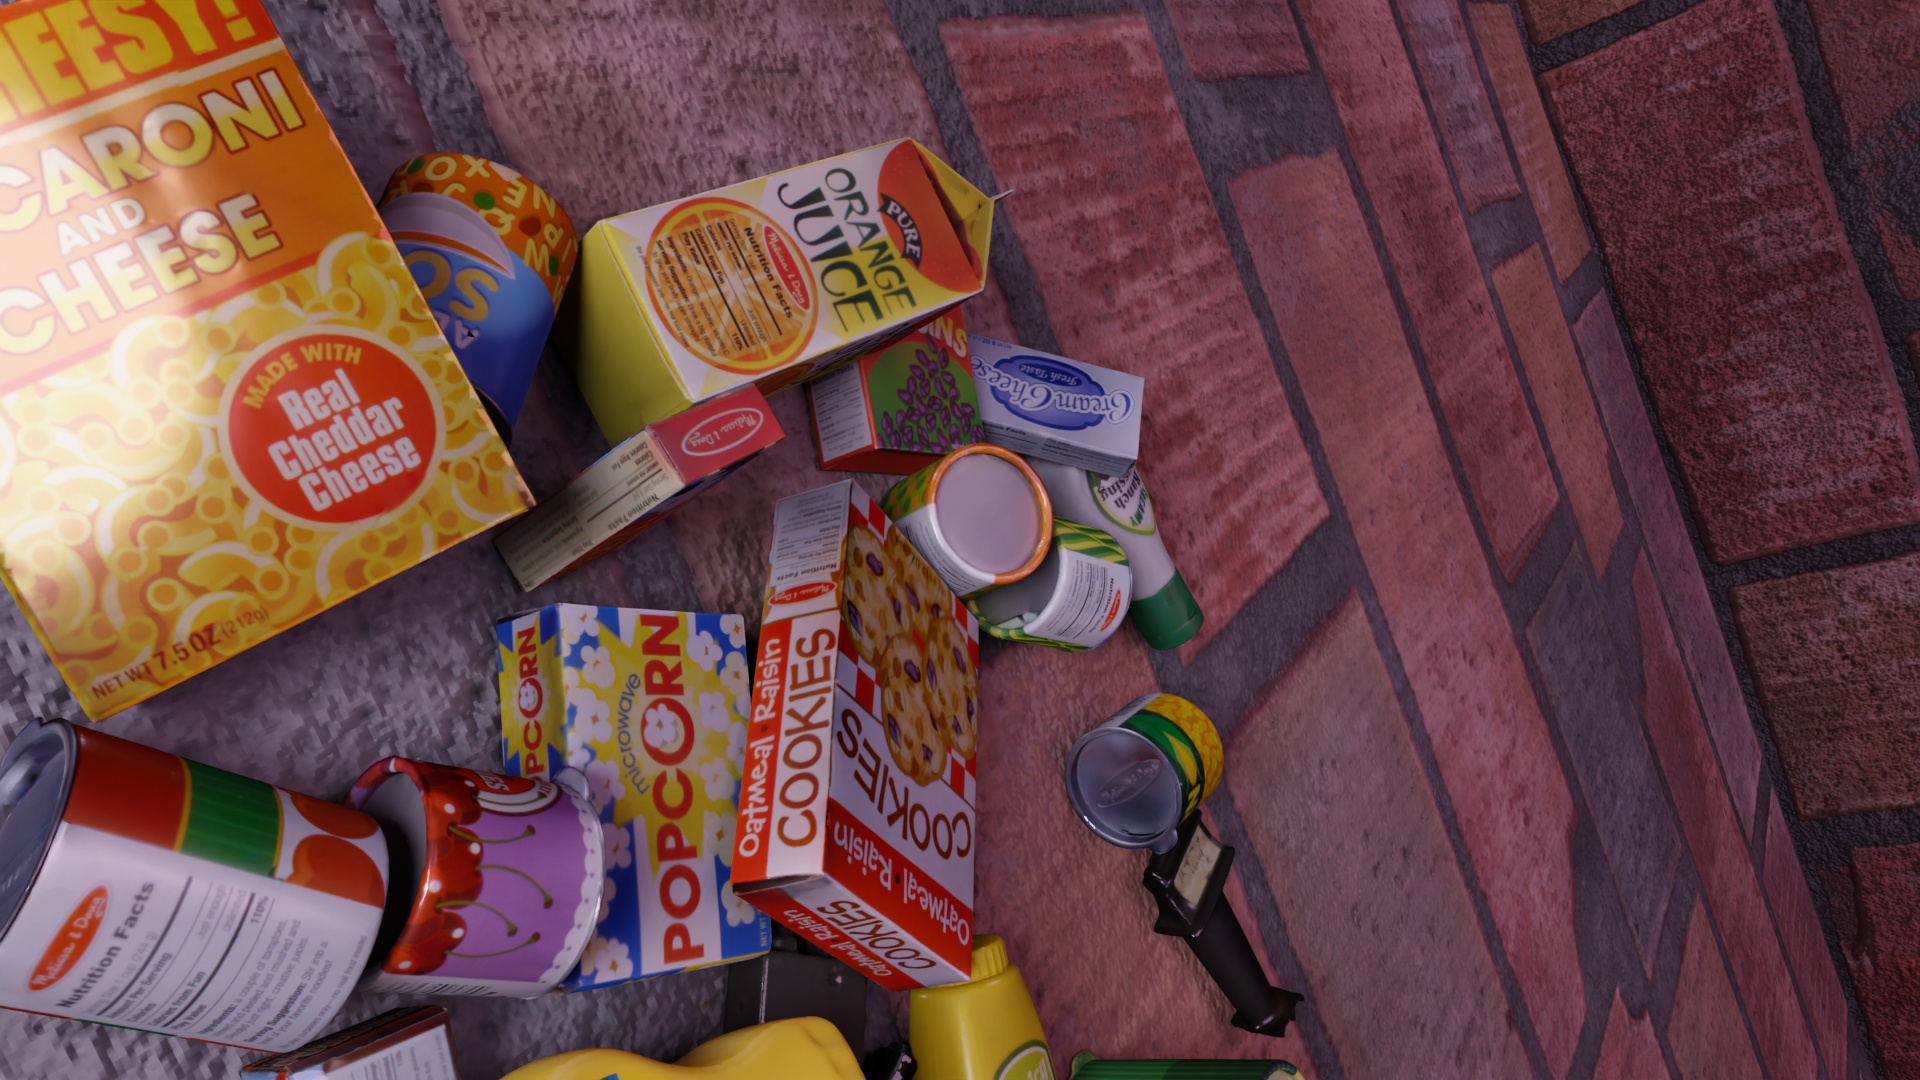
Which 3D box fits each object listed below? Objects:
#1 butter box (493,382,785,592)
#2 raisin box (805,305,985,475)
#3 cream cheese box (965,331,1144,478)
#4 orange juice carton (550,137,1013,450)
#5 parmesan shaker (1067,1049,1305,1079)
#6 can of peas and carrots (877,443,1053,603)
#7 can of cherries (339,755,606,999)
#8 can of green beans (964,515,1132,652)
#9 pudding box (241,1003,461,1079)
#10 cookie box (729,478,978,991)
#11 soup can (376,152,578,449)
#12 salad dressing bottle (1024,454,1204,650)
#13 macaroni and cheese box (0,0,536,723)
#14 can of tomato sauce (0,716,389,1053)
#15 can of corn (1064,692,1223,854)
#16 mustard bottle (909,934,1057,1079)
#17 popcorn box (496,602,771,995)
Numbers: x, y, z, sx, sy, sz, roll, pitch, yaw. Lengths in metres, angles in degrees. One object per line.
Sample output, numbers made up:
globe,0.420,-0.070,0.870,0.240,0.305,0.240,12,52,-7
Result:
butter box,-0.112,-0.017,0.478,0.053,0.103,0.024,-33,95,-50
raisin box,-0.036,-0.095,0.661,0.086,0.040,0.123,1,75,-51
cream cheese box,0.043,-0.070,0.724,0.104,0.024,0.053,13,63,-11
orange juice carton,-0.063,-0.106,0.562,0.193,0.071,0.073,-29,94,-38
parmesan shaker,0.105,0.272,0.644,0.071,0.103,0.071,24,58,-46
can of peas and carrots,0.002,-0.008,0.642,0.071,0.058,0.071,8,73,-28
can of cherries,-0.149,0.098,0.414,0.058,0.071,0.072,23,59,-45
can of green beans,0.043,0.020,0.695,0.058,0.071,0.071,16,64,-48
pudding box,-0.165,0.181,0.391,0.050,0.030,0.083,-9,84,-55
cookie box,-0.036,0.079,0.556,0.122,0.040,0.168,52,32,-47
soup can,-0.170,-0.077,0.455,0.071,0.071,0.084,37,49,-39
salad dressing bottle,0.090,-0.006,0.784,0.147,0.044,0.064,58,40,-20
macaroni and cheese box,-0.210,-0.055,0.370,0.124,0.040,0.166,-29,101,-17
can of tomato sauce,-0.201,0.089,0.353,0.083,0.071,0.071,33,52,-42
can of corn,0.099,0.121,0.726,0.058,0.071,0.071,-23,95,-54
mustard bottle,0.009,0.221,0.585,0.065,0.048,0.160,-4,80,-55
popcorn box,-0.114,0.088,0.488,0.085,0.038,0.127,9,69,-51
